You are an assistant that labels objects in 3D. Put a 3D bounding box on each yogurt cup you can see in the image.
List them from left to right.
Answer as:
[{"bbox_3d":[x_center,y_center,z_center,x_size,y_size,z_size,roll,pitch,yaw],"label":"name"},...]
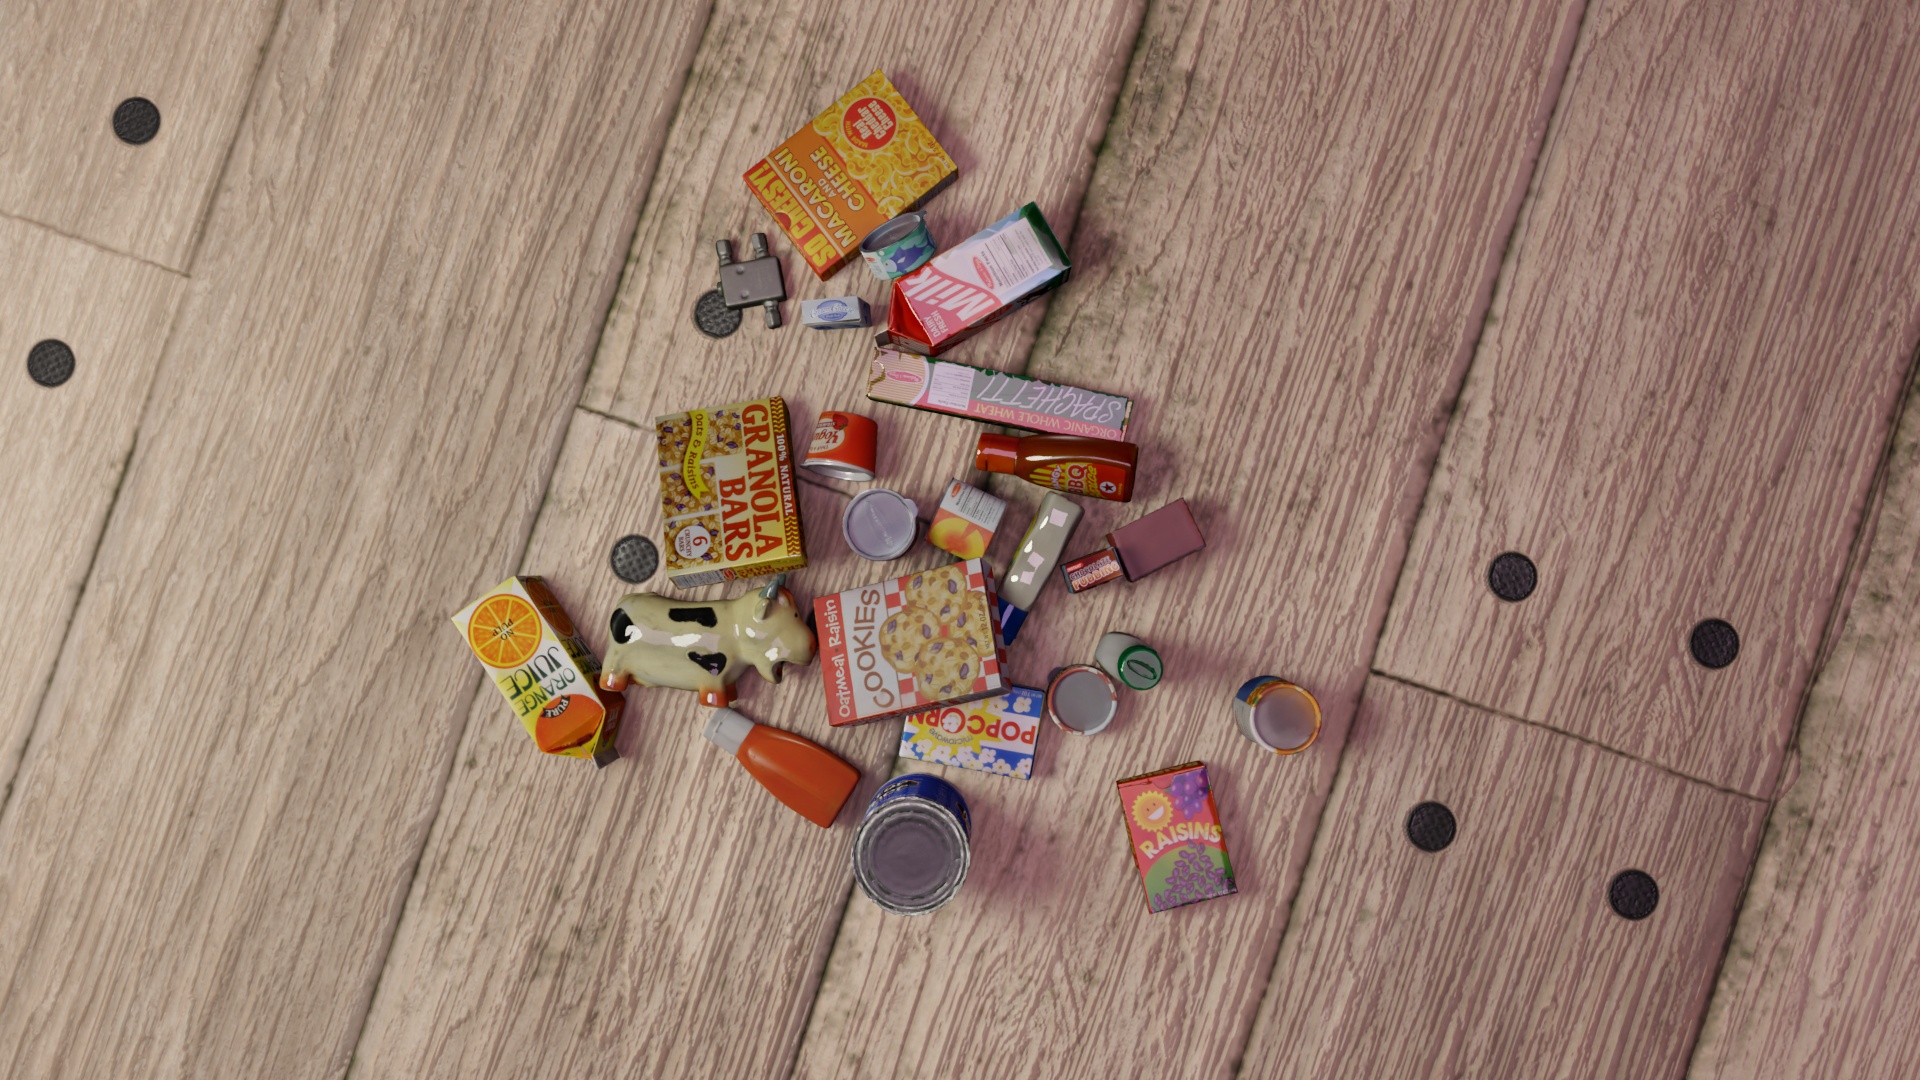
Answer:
[{"bbox_3d":[-0.109,-0.089,1.304,0.072,0.072,0.054,10,81,1],"label":"yogurt cup"}]

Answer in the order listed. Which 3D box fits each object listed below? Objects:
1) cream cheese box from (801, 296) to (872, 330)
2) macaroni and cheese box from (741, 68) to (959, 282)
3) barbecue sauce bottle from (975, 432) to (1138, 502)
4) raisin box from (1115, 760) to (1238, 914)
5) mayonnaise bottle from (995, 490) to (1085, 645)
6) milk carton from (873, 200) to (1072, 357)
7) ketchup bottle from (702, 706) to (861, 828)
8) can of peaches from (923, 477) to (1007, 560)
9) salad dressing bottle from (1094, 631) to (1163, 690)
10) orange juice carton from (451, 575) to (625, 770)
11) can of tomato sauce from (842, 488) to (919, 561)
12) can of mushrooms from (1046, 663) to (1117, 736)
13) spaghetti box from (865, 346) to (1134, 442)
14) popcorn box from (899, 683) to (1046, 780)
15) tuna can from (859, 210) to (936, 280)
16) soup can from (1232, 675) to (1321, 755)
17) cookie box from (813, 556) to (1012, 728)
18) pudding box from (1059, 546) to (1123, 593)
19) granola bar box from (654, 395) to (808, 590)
[{"bbox_3d":[-0.114,-0.209,1.287,0.053,0.104,0.024,-5,96,2],"label":"cream cheese box"},{"bbox_3d":[-0.104,-0.347,1.322,0.166,0.040,0.124,-38,88,0],"label":"macaroni and cheese box"},{"bbox_3d":[0.090,-0.073,1.303,0.148,0.064,0.044,9,55,8],"label":"barbecue sauce bottle"},{"bbox_3d":[0.201,0.277,1.300,0.086,0.040,0.123,-14,88,1],"label":"raisin box"},{"bbox_3d":[0.065,0.026,1.299,0.041,0.065,0.148,29,93,1],"label":"mayonnaise bottle"},{"bbox_3d":[0.003,-0.233,1.302,0.191,0.072,0.073,-30,88,-1],"label":"milk carton"},{"bbox_3d":[-0.170,0.207,1.305,0.149,0.043,0.064,32,89,2],"label":"ketchup bottle"},{"bbox_3d":[0.005,-0.016,1.300,0.058,0.071,0.071,24,89,1],"label":"can of peaches"},{"bbox_3d":[0.155,0.110,1.251,0.064,0.147,0.044,30,90,2],"label":"salad dressing bottle"},{"bbox_3d":[-0.381,0.129,1.296,0.073,0.072,0.192,-35,88,1],"label":"orange juice carton"},{"bbox_3d":[-0.071,-0.015,1.290,0.071,0.083,0.071,0,89,1],"label":"can of tomato sauce"},{"bbox_3d":[0.112,0.149,1.308,0.071,0.033,0.071,0,89,1],"label":"can of mushrooms"},{"bbox_3d":[0.037,-0.134,1.319,0.250,0.028,0.050,12,89,1],"label":"spaghetti box"},{"bbox_3d":[0.011,0.171,1.306,0.127,0.038,0.085,10,89,1],"label":"popcorn box"},{"bbox_3d":[-0.055,-0.272,1.279,0.071,0.071,0.032,-30,120,0],"label":"tuna can"},{"bbox_3d":[0.294,0.159,1.280,0.071,0.084,0.071,0,88,1],"label":"soup can"},{"bbox_3d":[-0.046,0.095,1.275,0.167,0.040,0.123,-14,72,14],"label":"cookie box"},{"bbox_3d":[0.121,0.028,1.286,0.050,0.083,0.030,-20,88,1],"label":"pudding box"},{"bbox_3d":[-0.213,-0.045,1.287,0.124,0.039,0.166,-10,67,0],"label":"granola bar box"}]
